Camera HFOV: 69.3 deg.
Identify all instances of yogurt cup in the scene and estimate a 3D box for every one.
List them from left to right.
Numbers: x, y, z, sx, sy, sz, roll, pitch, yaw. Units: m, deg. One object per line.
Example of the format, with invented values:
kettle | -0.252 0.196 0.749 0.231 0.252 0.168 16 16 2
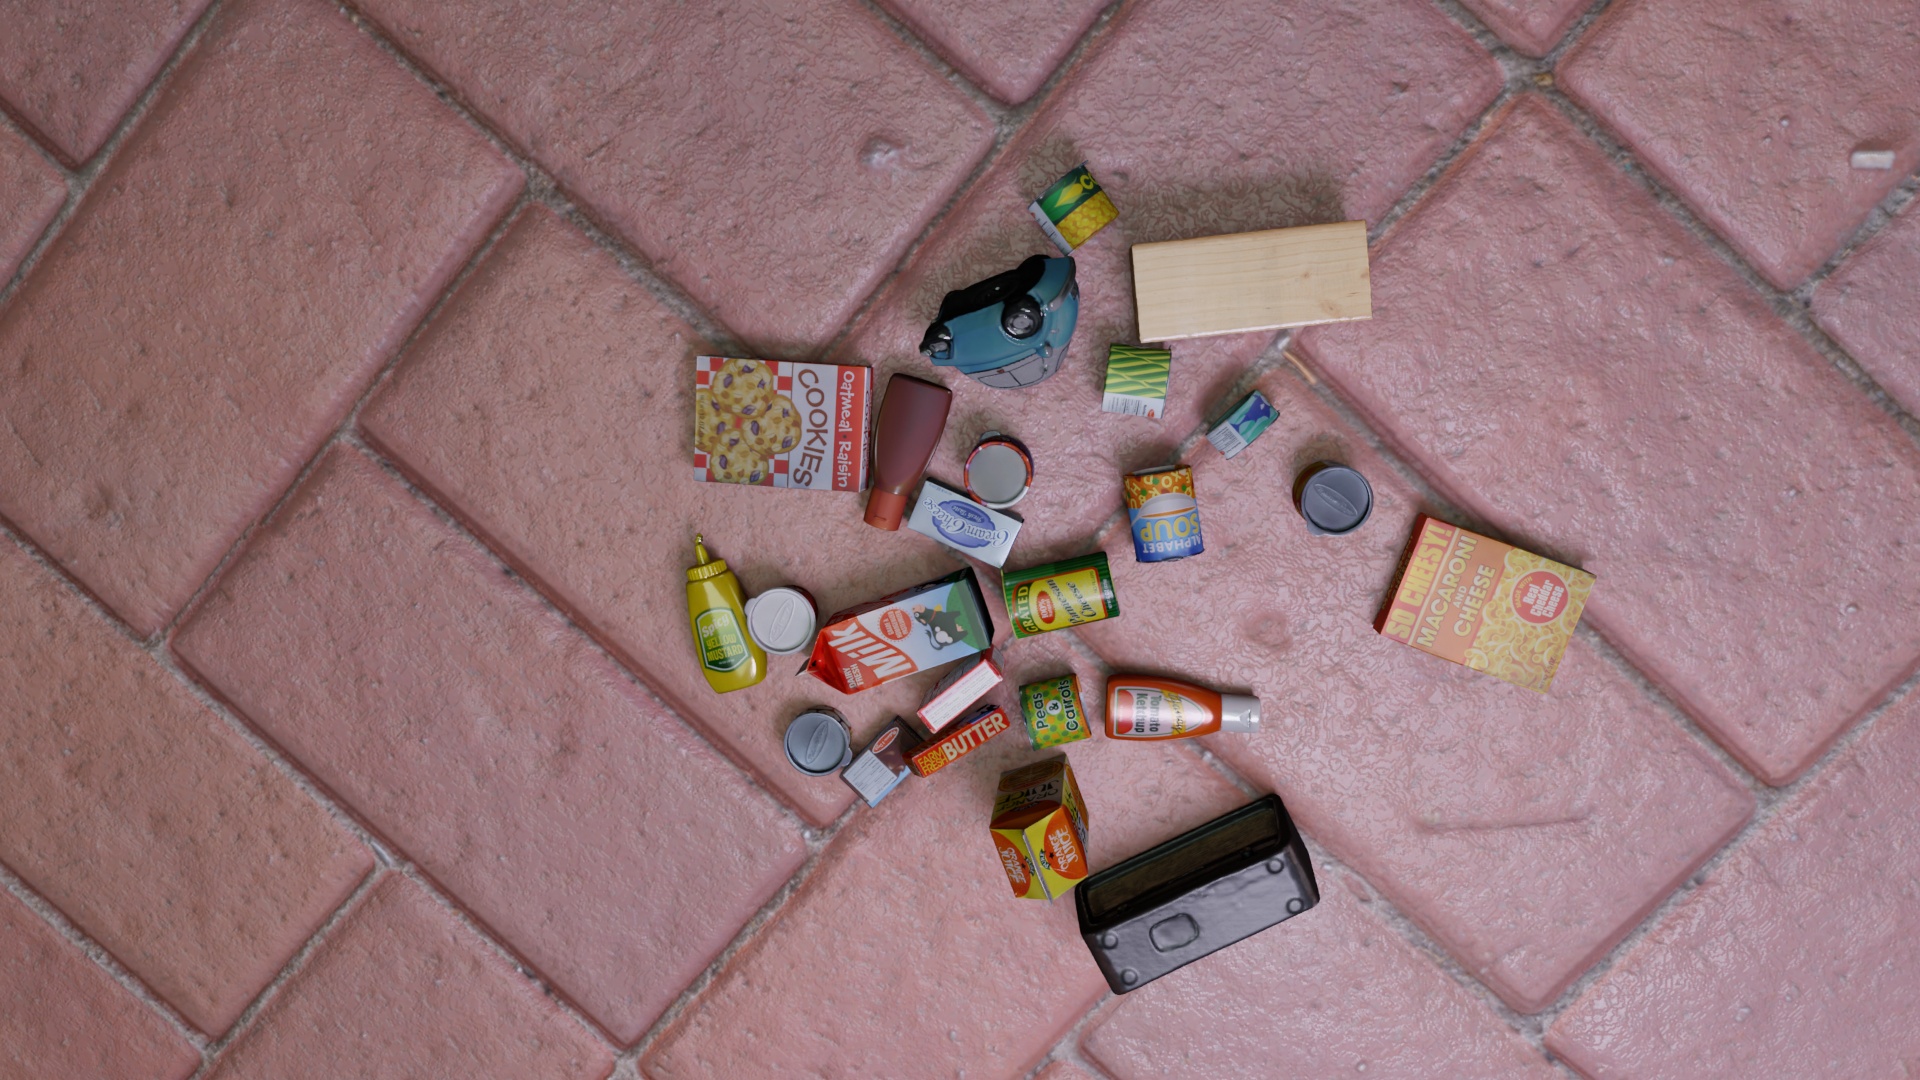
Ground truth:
yogurt cup | -0.172 0.075 1.373 0.072 0.054 0.072 1 98 5

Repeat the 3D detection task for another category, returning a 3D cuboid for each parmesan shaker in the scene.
parmesan shaker | 0.097 0.050 1.340 0.103 0.071 0.071 -13 97 7

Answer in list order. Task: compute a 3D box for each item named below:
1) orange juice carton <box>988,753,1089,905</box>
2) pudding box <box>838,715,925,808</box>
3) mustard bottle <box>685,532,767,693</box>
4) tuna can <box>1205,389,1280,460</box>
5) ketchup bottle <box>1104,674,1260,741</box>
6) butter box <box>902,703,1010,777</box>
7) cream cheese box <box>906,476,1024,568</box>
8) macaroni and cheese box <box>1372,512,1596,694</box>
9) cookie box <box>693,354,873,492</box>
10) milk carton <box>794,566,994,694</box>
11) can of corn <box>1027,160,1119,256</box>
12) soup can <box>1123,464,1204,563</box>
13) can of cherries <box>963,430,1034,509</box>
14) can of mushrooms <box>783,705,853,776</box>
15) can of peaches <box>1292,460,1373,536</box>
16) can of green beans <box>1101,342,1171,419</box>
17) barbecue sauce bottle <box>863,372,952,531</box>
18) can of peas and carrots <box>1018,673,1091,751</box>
orange juice carton | 0.076 0.273 1.310 0.073 0.193 0.071 -19 97 9
pudding box | -0.075 0.223 1.398 0.049 0.030 0.083 44 99 -1
mustard bottle | -0.241 0.070 1.381 0.065 0.049 0.160 -16 97 6
tuna can | 0.266 -0.111 1.304 0.071 0.071 0.033 -42 92 9
ketchup bottle | 0.216 0.166 1.359 0.149 0.043 0.064 3 98 4
butter box | -0.004 0.196 1.359 0.104 0.053 0.024 -29 92 -16
cream cheese box | 0.005 -0.017 1.359 0.104 0.024 0.053 24 104 2
macaroni and cheese box | 0.495 0.059 1.321 0.166 0.040 0.123 20 99 1
cookie box | -0.172 -0.114 1.354 0.167 0.040 0.122 4 99 5
milk carton | -0.068 0.094 1.358 0.190 0.072 0.073 -19 97 8
can of corn | 0.107 -0.307 1.289 0.071 0.071 0.058 -37 94 9
soup can | 0.193 -0.026 1.319 0.071 0.071 0.083 -9 97 6
can of cherries | 0.036 -0.068 1.333 0.071 0.058 0.071 1 100 5
can of mushrooms | -0.141 0.203 1.399 0.071 0.033 0.071 1 98 5
can of peaches | 0.349 -0.039 1.310 0.071 0.058 0.071 1 99 5
can of green beans | 0.165 -0.151 1.306 0.058 0.071 0.071 8 99 4
barbecue sauce bottle | -0.057 -0.084 1.347 0.065 0.044 0.148 18 100 3
can of peas and carrots | 0.092 0.167 1.355 0.059 0.071 0.071 -14 97 6
